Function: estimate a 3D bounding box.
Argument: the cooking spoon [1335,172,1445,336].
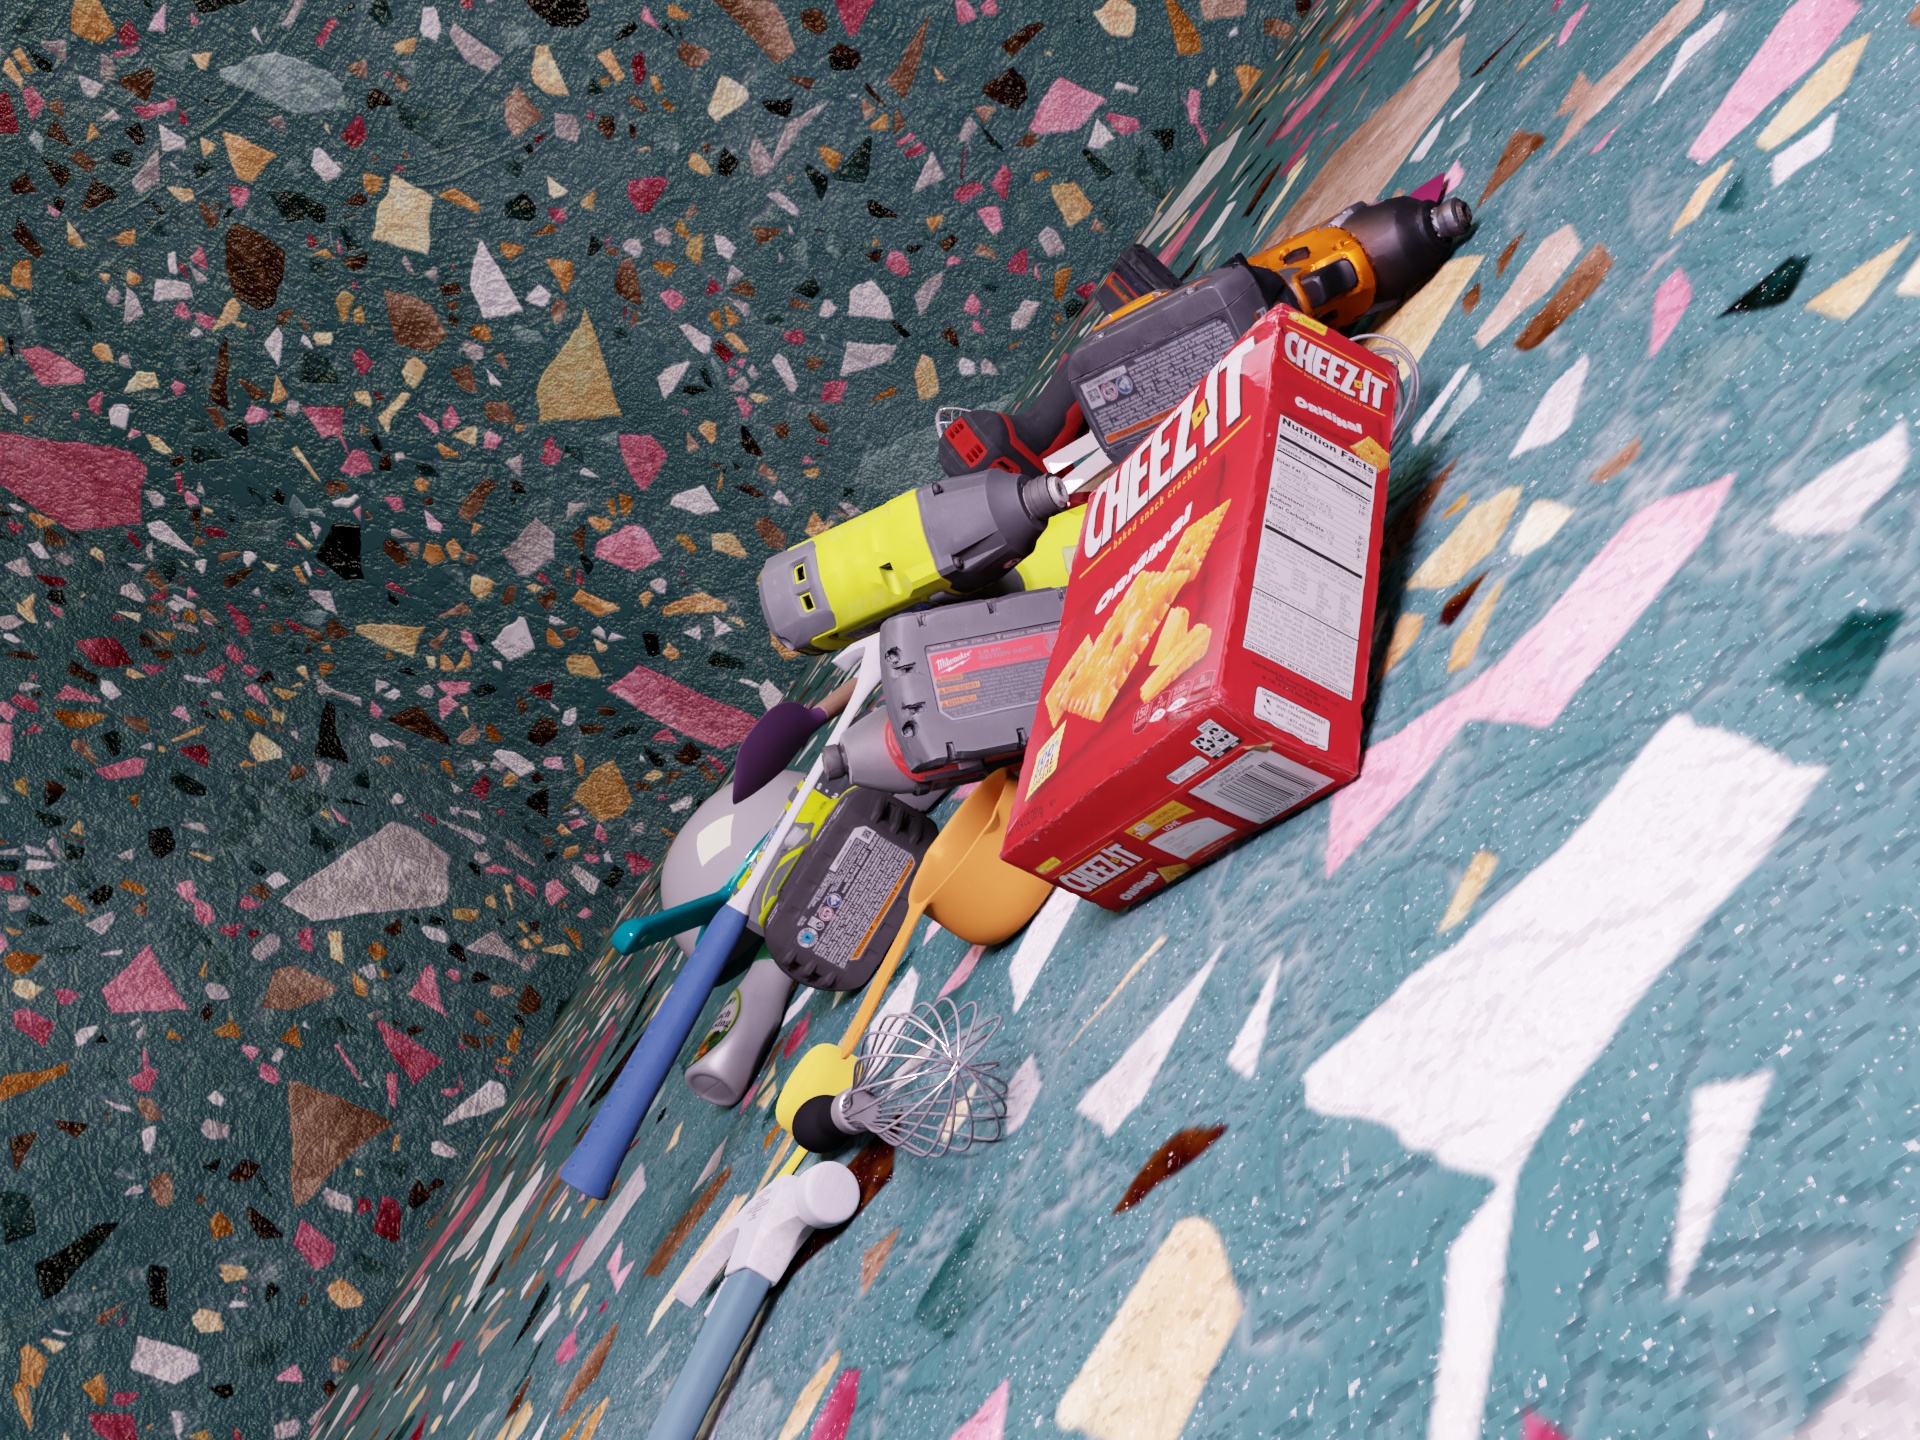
[{"bbox_3d":[0.218,-0.221,0.985,0.319,0.017,0.069,-57,11,-15],"label":"cooking spoon"}]

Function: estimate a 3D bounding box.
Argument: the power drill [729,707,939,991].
[{"bbox_3d":[-0.087,0.087,1.135,0.190,0.080,0.228,-59,15,-1],"label":"power drill"}]

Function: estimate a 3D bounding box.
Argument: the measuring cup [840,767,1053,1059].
[{"bbox_3d":[-0.001,0.108,0.814,0.174,0.052,0.095,-61,11,-23],"label":"measuring cup"}]

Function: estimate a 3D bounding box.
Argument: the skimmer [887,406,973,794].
[{"bbox_3d":[-0.026,-0.109,1.425,0.090,0.127,0.363,11,74,35],"label":"skimmer"}]

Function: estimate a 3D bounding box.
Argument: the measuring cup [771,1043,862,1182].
[{"bbox_3d":[-0.111,0.253,0.908,0.156,0.029,0.062,-55,9,-10],"label":"measuring cup"}]

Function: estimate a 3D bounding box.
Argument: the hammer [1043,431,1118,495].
[{"bbox_3d":[0.043,-0.112,1.182,0.130,0.031,0.331,-13,-26,-50],"label":"hammer"}]

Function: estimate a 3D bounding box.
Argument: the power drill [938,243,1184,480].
[{"bbox_3d":[0.108,-0.235,1.242,0.226,0.187,0.080,-43,55,13],"label":"power drill"}]

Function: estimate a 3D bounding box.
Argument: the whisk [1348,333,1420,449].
[{"bbox_3d":[0.145,-0.084,0.789,0.239,0.055,0.055,-56,9,14],"label":"whisk"}]

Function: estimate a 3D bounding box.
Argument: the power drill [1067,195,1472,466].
[{"bbox_3d":[0.176,-0.226,0.872,0.164,0.084,0.226,-17,16,43],"label":"power drill"}]

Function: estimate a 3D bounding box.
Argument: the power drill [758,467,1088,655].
[{"bbox_3d":[0.020,-0.084,0.877,0.171,0.080,0.223,-20,-10,29],"label":"power drill"}]

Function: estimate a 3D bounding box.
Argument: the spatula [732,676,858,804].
[{"bbox_3d":[-0.095,-0.013,1.180,0.316,0.018,0.059,-41,-37,-64],"label":"spatula"}]

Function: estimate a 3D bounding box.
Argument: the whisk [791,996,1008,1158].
[{"bbox_3d":[-0.042,0.182,0.754,0.070,0.070,0.284,-59,6,-26],"label":"whisk"}]

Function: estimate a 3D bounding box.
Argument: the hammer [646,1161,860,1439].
[{"bbox_3d":[-0.146,0.356,0.714,0.128,0.033,0.331,-42,16,51],"label":"hammer"}]

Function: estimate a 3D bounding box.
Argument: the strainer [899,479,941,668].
[{"bbox_3d":[-0.028,-0.066,1.125,0.257,0.069,0.151,-118,45,-56],"label":"strainer"}]

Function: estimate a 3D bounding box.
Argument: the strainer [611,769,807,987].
[{"bbox_3d":[-0.208,0.121,1.290,0.211,0.095,0.340,-59,-15,15],"label":"strainer"}]

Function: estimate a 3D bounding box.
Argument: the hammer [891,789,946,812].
[{"bbox_3d":[0.013,-0.042,1.319,0.127,0.034,0.337,-47,12,41],"label":"hammer"}]

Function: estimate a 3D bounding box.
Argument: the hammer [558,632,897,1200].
[{"bbox_3d":[-0.137,0.112,1.019,0.405,0.035,0.144,-61,13,-11],"label":"hammer"}]

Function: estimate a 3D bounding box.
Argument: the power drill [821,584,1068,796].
[{"bbox_3d":[-0.001,-0.003,0.885,0.143,0.078,0.219,-11,-9,-11],"label":"power drill"}]
